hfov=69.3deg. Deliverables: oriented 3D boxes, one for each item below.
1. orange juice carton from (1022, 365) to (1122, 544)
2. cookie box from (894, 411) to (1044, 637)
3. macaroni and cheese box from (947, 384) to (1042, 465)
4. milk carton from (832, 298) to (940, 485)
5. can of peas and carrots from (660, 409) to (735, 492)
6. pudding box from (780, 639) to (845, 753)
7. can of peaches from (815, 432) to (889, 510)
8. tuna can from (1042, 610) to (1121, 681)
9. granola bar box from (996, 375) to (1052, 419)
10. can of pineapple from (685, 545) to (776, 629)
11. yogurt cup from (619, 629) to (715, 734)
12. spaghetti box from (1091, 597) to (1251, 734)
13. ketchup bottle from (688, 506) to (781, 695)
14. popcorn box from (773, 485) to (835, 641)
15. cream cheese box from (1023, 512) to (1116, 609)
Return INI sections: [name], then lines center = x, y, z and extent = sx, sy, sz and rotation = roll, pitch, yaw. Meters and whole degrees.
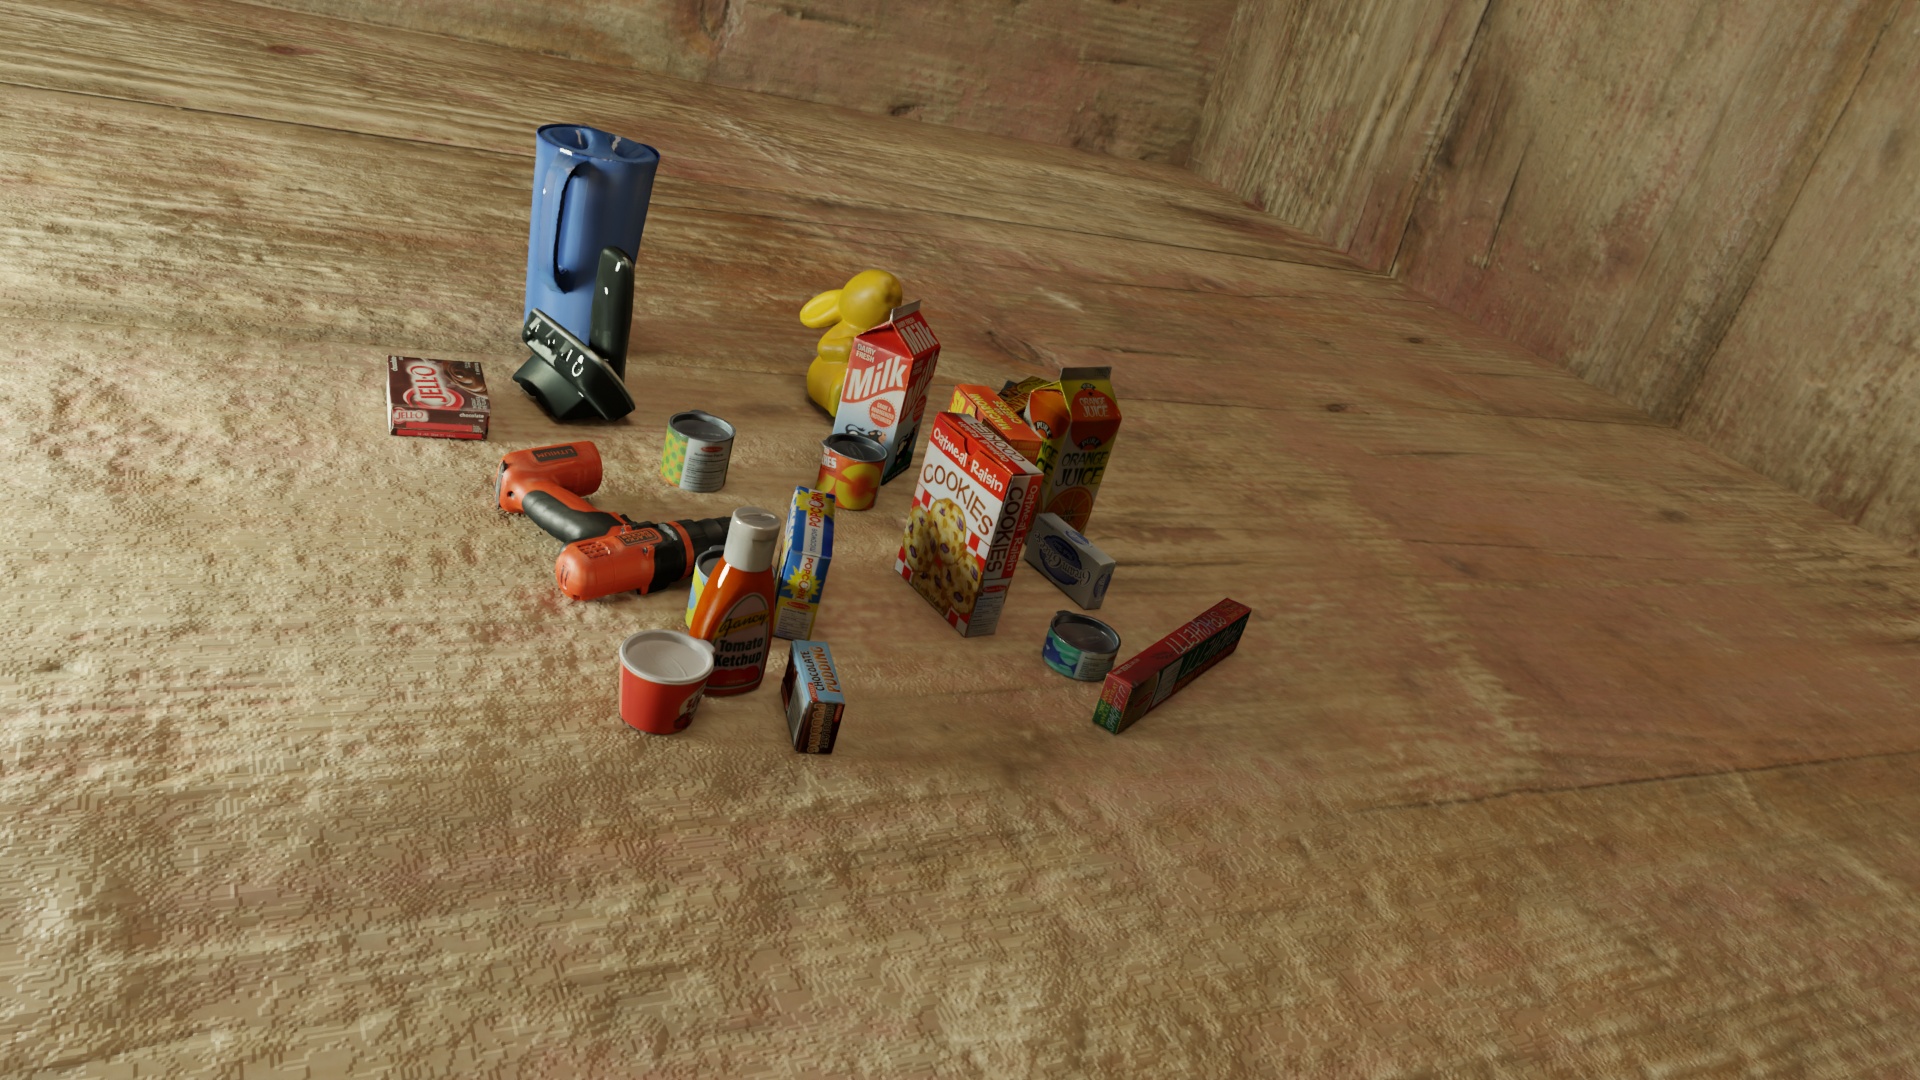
[orange juice carton]
center = 0.105, -0.093, 1.447
extent = 0.072, 0.191, 0.073
rotation = -5, 32, -37
[cookie box]
center = 0.005, -0.016, 1.262
extent = 0.040, 0.166, 0.123
rotation = -4, 32, -37
[macaroni and cheese box]
center = 0.014, -0.050, 1.336
extent = 0.040, 0.165, 0.124
rotation = 1, 29, -29
[milk carton]
center = -0.078, -0.164, 1.486
extent = 0.073, 0.189, 0.072
rotation = 23, 26, 15
[can of peas and carrots]
center = -0.262, -0.089, 1.380
extent = 0.071, 0.058, 0.071
rotation = 13, 25, -6
[pudding box]
center = -0.113, 0.118, 1.059
extent = 0.030, 0.049, 0.084
rotation = 6, 27, -20
[can of peaches]
center = -0.115, -0.071, 1.430
extent = 0.071, 0.057, 0.071
rotation = 13, 25, -6
[tuna can]
center = 0.107, 0.095, 1.254
extent = 0.071, 0.032, 0.071
rotation = 13, 26, -6
[granola bar box]
center = 0.047, -0.101, 1.509
extent = 0.039, 0.123, 0.166
rotation = 24, 26, 17
[can of pineapple]
center = -0.191, 0.046, 1.150
extent = 0.071, 0.057, 0.071
rotation = 13, 25, -6
[yogurt cup]
center = -0.219, 0.105, 1.019
extent = 0.072, 0.053, 0.073
rotation = 13, 25, -6
[spaghetti box]
center = 0.196, 0.109, 1.257
extent = 0.029, 0.050, 0.251
rotation = 29, 28, 26
[ketchup bottle]
center = -0.169, 0.046, 1.057
extent = 0.065, 0.148, 0.044
rotation = -3, 31, -35
[popcorn box]
center = -0.137, 0.019, 1.204
extent = 0.038, 0.084, 0.127
rotation = 12, 26, -9
[cream cheese box]
center = 0.108, 0.020, 1.382
extent = 0.024, 0.053, 0.104
rotation = -5, 33, -38
